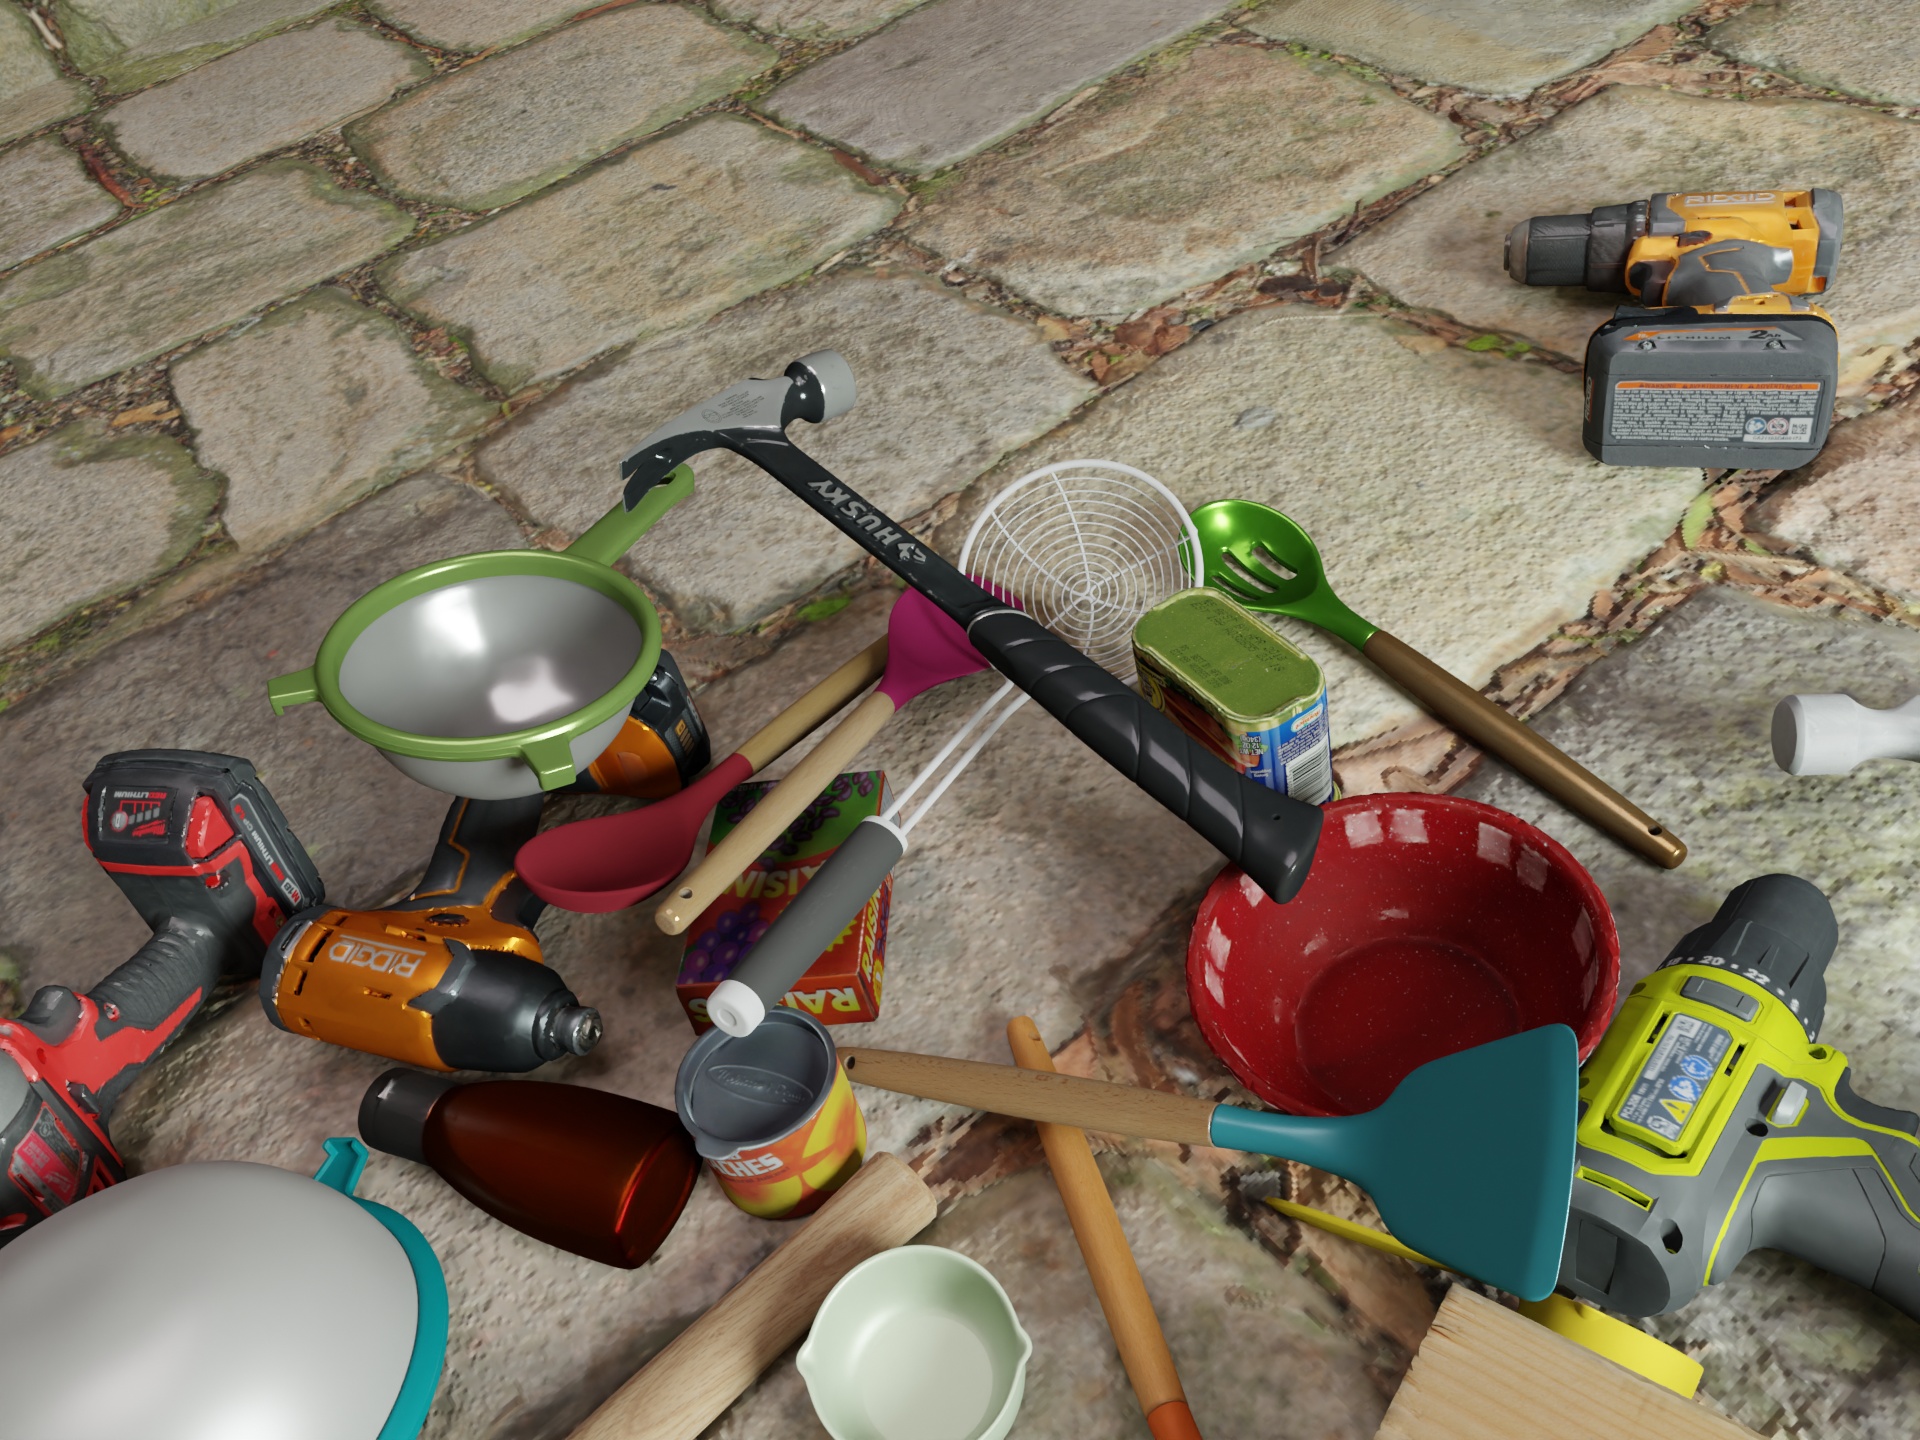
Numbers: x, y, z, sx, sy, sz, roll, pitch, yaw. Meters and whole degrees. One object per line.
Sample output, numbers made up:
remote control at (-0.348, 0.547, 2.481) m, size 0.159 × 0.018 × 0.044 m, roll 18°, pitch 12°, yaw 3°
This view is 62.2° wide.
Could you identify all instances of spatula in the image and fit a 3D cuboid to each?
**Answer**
spatula at (0.059, 0.225, 0.552) m, size 0.081 × 0.041 × 0.323 m, roll 13°, pitch 29°, yaw -23°
spatula at (0.067, 0.140, 0.580) m, size 0.317 × 0.044 × 0.082 m, roll -1°, pitch 68°, yaw 37°

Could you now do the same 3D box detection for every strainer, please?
strainer at (-0.272, 0.255, 0.528) m, size 0.211 × 0.095 × 0.341 m, roll -32°, pitch 32°, yaw -19°
strainer at (-0.193, -0.041, 0.768) m, size 0.151 × 0.069 × 0.256 m, roll 14°, pitch 39°, yaw 14°

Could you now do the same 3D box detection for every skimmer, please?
skimmer at (-0.001, -0.002, 0.732) m, size 0.127 × 0.090 × 0.363 m, roll 27°, pitch 44°, yaw 15°

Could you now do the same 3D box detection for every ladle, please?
ladle at (-0.092, 0.008, 0.779) m, size 0.069 × 0.031 × 0.315 m, roll 19°, pitch 38°, yaw 26°

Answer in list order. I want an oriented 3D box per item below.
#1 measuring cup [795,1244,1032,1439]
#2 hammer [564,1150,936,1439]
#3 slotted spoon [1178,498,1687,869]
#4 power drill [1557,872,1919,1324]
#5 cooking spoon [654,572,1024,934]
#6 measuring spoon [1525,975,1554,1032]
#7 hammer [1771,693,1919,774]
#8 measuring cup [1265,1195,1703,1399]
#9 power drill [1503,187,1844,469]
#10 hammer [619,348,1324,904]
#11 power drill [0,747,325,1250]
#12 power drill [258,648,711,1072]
measuring cup at (-0.013, 0.266, 0.537) m, size 0.083 × 0.038 × 0.168 m, roll -6°, pitch 53°, yaw 5°
hammer at (-0.141, 0.274, 0.566) m, size 0.331 × 0.031 × 0.130 m, roll -38°, pitch 48°, yaw -23°
slotted spoon at (0.218, -0.023, 0.773) m, size 0.070 × 0.031 × 0.314 m, roll -31°, pitch 47°, yaw -16°
power drill at (0.329, 0.148, 0.528) m, size 0.229 × 0.080 × 0.190 m, roll 22°, pitch 50°, yaw 36°
cooking spoon at (-0.051, 0.005, 0.774) m, size 0.069 × 0.017 × 0.319 m, roll 29°, pitch 40°, yaw 11°
measuring spoon at (0.232, 0.129, 0.624) m, size 0.021 × 0.011 × 0.117 m, roll -4°, pitch 45°, yaw 34°
hammer at (0.388, 0.097, 0.489) m, size 0.144 × 0.035 × 0.406 m, roll -1°, pitch 30°, yaw 9°
measuring cup at (0.169, 0.201, 0.546) m, size 0.157 × 0.062 × 0.029 m, roll 11°, pitch 68°, yaw 41°
power drill at (0.398, -0.233, 0.901) m, size 0.185 × 0.084 × 0.226 m, roll 5°, pitch 43°, yaw 22°
hammer at (0.001, -0.051, 0.726) m, size 0.149 × 0.036 × 0.409 m, roll -29°, pitch 53°, yaw -30°
power drill at (-0.390, 0.120, 0.718) m, size 0.078 × 0.143 × 0.220 m, roll 1°, pitch 43°, yaw 14°
power drill at (-0.208, 0.066, 0.768) m, size 0.164 × 0.084 × 0.227 m, roll 9°, pitch 52°, yaw 21°
